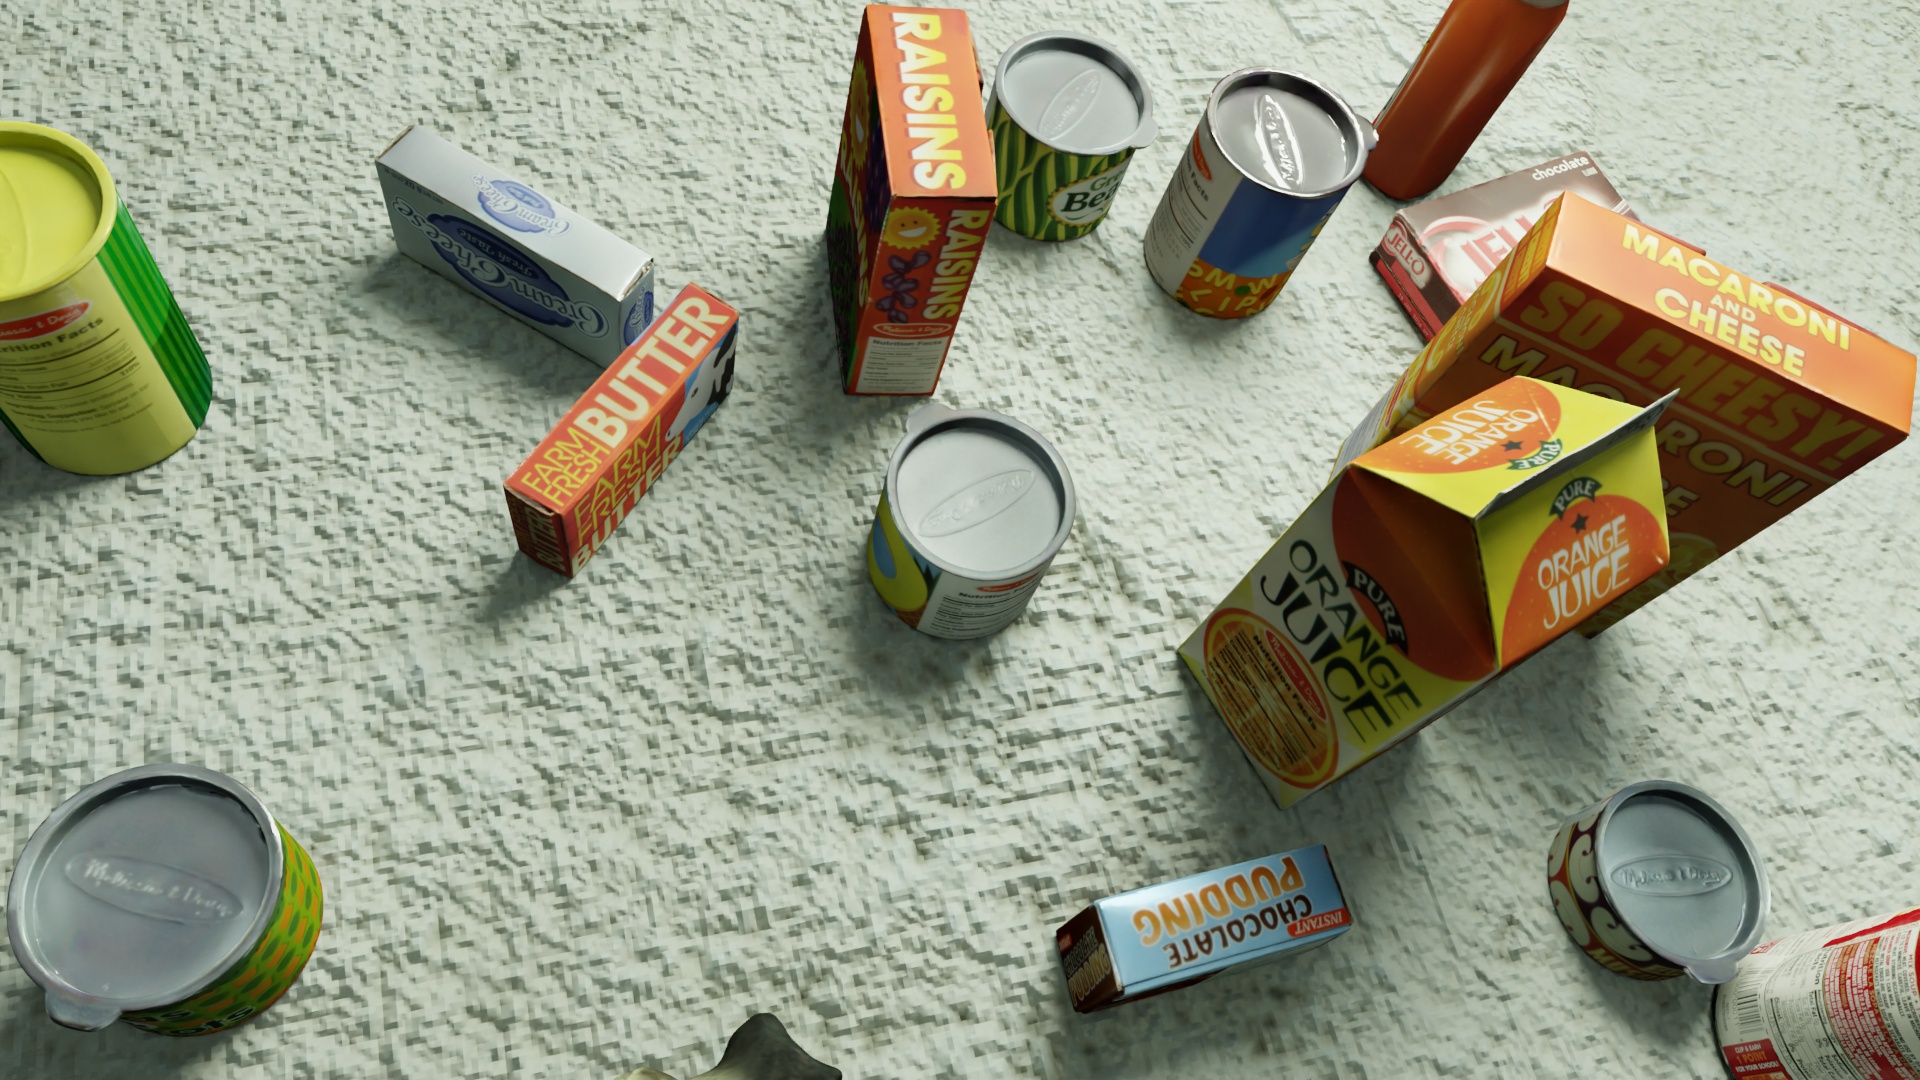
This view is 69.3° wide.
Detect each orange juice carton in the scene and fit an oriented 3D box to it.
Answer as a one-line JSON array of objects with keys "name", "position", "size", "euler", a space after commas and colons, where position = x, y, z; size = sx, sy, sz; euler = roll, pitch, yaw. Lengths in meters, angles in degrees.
[{"name": "orange juice carton", "position": [0.145, 0.015, 0.440], "size": [0.072, 0.191, 0.073], "euler": [-25, 72, -22]}]

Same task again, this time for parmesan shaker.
[{"name": "parmesan shaker", "position": [-0.291, -0.072, 0.441], "size": [0.071, 0.102, 0.071], "euler": [5, 63, -10]}]

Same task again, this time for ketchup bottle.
[{"name": "ketchup bottle", "position": [0.226, -0.214, 0.598], "size": [0.043, 0.148, 0.065], "euler": [41, 63, 9]}]

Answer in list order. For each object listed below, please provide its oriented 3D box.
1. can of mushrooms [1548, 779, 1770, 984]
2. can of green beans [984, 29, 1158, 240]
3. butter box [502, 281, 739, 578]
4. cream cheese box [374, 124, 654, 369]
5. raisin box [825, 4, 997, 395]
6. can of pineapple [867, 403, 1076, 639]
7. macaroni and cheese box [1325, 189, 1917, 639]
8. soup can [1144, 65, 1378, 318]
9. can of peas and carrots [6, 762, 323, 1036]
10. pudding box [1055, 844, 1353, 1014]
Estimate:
[{"name": "can of mushrooms", "position": [0.250, 0.125, 0.498], "size": [0.071, 0.033, 0.071], "euler": [5, 63, -10]}, {"name": "can of green beans", "position": [0.041, -0.170, 0.587], "size": [0.071, 0.057, 0.071], "euler": [5, 63, -10]}, {"name": "butter box", "position": [-0.117, -0.039, 0.490], "size": [0.024, 0.053, 0.104], "euler": [32, 62, 5]}, {"name": "cream cheese box", "position": [-0.162, -0.106, 0.514], "size": [0.104, 0.053, 0.024], "euler": [30, 62, 3]}, {"name": "raisin box", "position": [-0.021, -0.120, 0.512], "size": [0.040, 0.122, 0.086], "euler": [-1, 65, -13]}, {"name": "can of pineapple", "position": [0.002, -0.006, 0.497], "size": [0.071, 0.057, 0.071], "euler": [5, 63, -10]}, {"name": "macaroni and cheese box", "position": [0.222, -0.037, 0.498], "size": [0.124, 0.165, 0.040], "euler": [26, 62, 1]}, {"name": "soup can", "position": [0.122, -0.142, 0.576], "size": [0.071, 0.083, 0.071], "euler": [5, 63, -10]}, {"name": "can of peas and carrots", "position": [-0.221, 0.105, 0.392], "size": [0.071, 0.058, 0.071], "euler": [5, 63, -10]}, {"name": "pudding box", "position": [0.078, 0.127, 0.451], "size": [0.084, 0.049, 0.030], "euler": [-10, 67, -17]}]
